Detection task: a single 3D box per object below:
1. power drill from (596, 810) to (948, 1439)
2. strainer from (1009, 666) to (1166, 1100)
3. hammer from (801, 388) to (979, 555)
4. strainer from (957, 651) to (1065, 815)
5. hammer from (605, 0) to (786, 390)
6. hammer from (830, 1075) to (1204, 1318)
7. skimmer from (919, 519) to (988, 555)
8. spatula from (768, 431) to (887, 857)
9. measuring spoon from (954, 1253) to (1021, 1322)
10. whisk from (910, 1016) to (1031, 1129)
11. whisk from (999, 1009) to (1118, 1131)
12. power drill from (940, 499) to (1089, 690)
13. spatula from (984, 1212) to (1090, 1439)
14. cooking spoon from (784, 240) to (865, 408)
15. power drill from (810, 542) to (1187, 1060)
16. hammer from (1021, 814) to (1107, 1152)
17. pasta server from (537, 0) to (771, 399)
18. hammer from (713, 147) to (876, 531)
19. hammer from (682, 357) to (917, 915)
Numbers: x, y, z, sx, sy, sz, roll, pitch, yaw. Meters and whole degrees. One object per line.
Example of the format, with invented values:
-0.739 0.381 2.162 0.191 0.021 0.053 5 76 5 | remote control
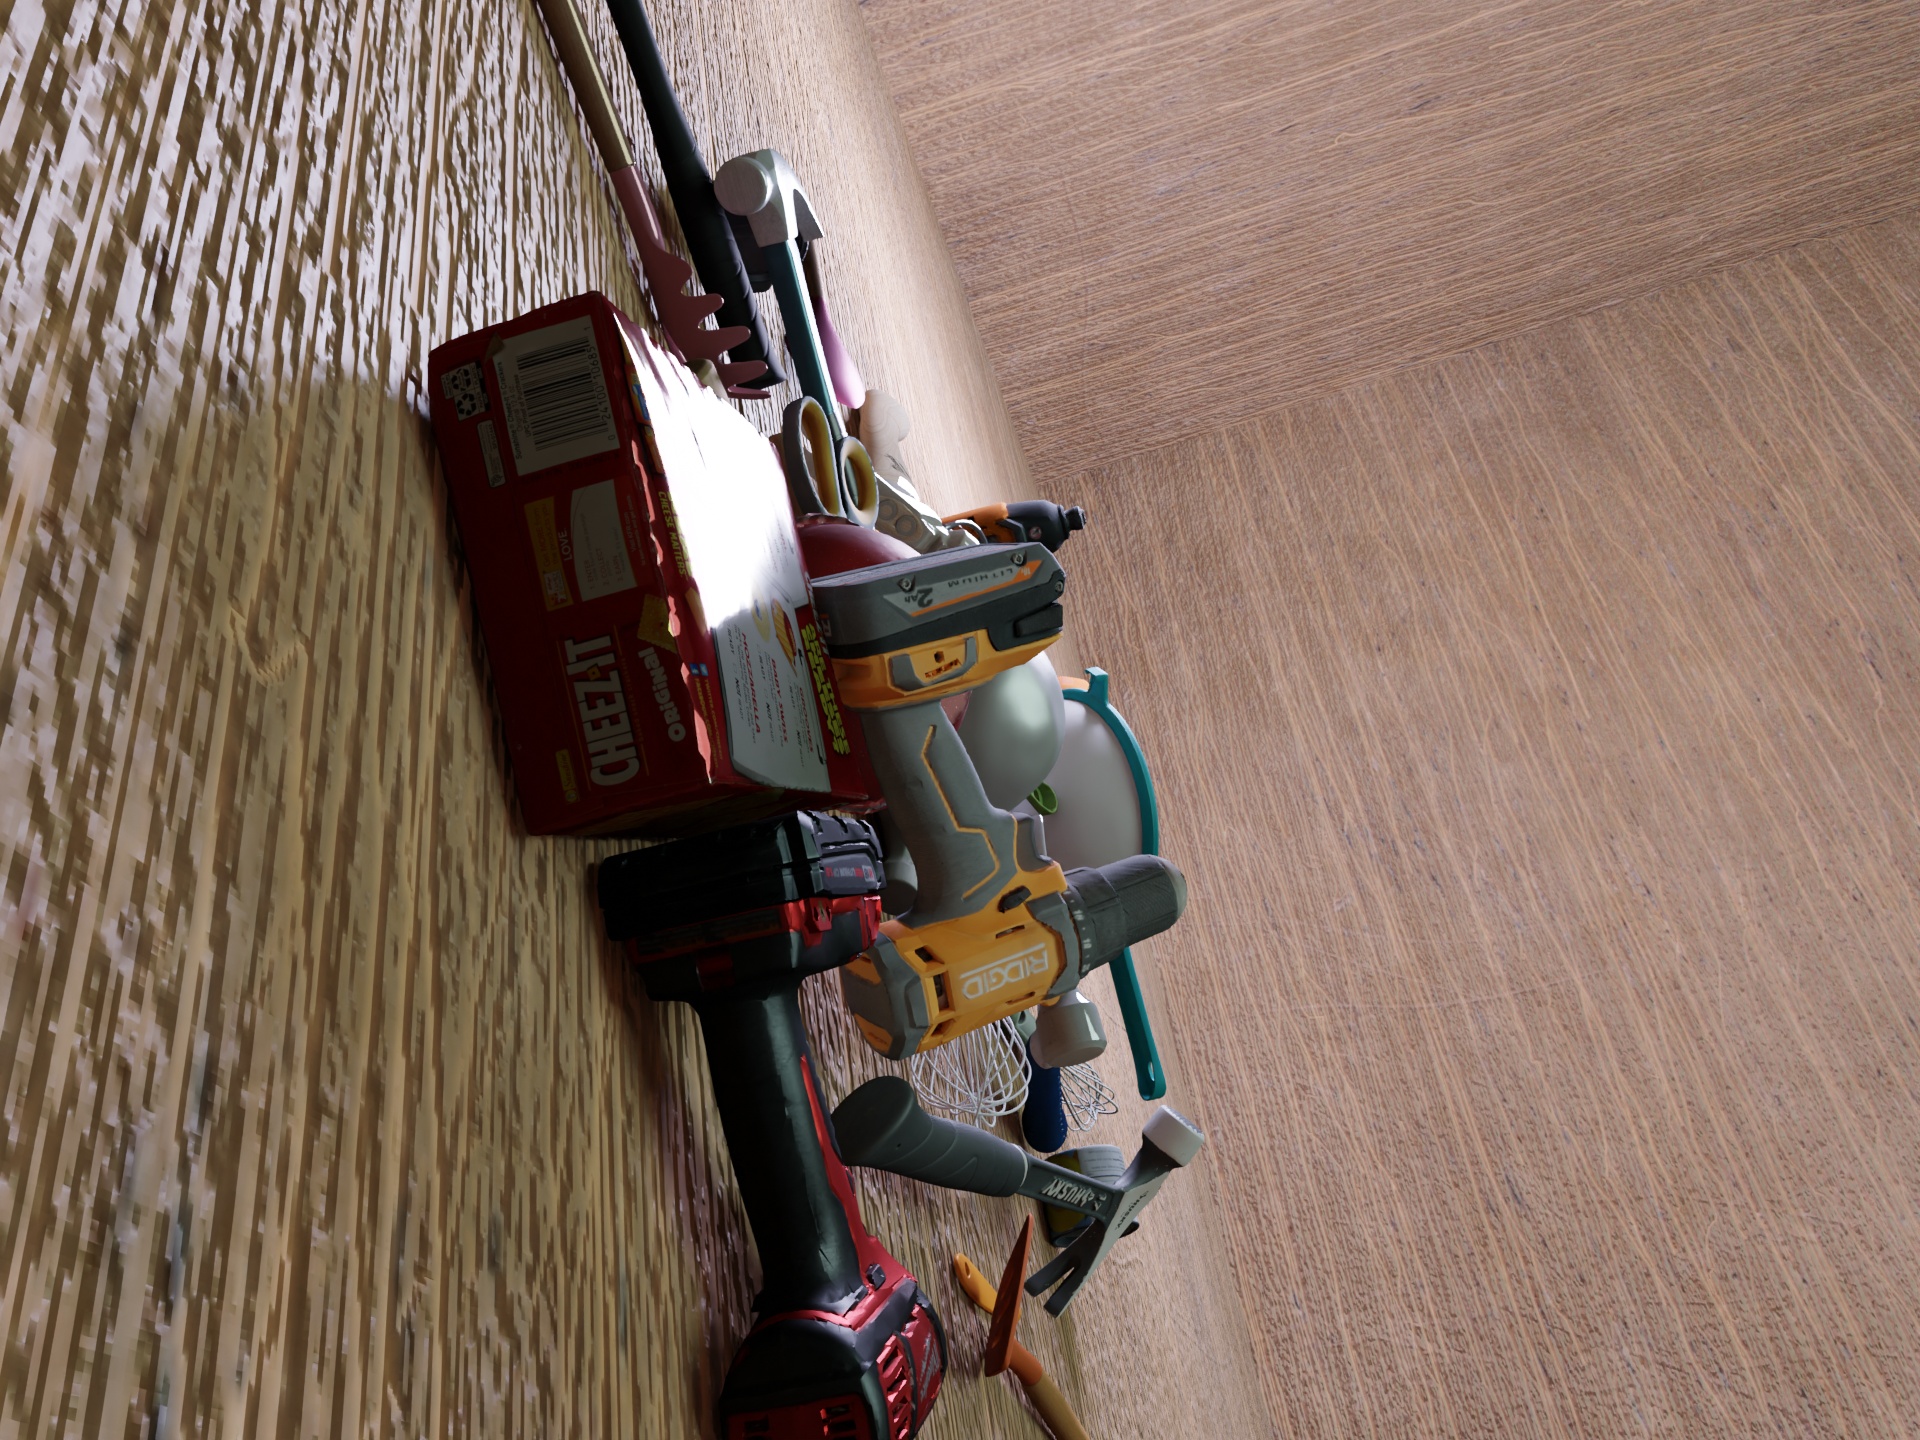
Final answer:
-0.055 0.149 0.568 0.143 0.078 0.220 30 46 -78 | power drill
0.080 0.141 1.274 0.211 0.095 0.341 -44 -125 56 | strainer
-0.067 -0.213 1.222 0.146 0.038 0.411 37 14 -17 | hammer
0.049 0.015 1.103 0.256 0.069 0.152 48 35 -61 | strainer
-0.164 -0.335 0.881 0.146 0.035 0.334 -111 -178 -58 | hammer
0.029 0.251 0.868 0.036 0.149 0.408 36 -3 31 | hammer
-0.002 -0.004 1.119 0.364 0.090 0.127 -99 -179 -47 | skimmer
-0.070 -0.025 0.991 0.060 0.018 0.316 -46 120 -82 | spatula
0.017 0.324 0.905 0.116 0.011 0.021 63 14 -52 | measuring spoon
0.000 0.158 0.982 0.285 0.070 0.070 -99 170 -68 | whisk
0.075 0.275 1.280 0.246 0.059 0.058 56 47 -52 | whisk
0.053 -0.084 1.428 0.084 0.164 0.226 -81 155 -76 | power drill
0.055 0.391 0.929 0.322 0.041 0.081 67 28 -45 | spatula
-0.115 -0.339 1.244 0.068 0.017 0.319 23 34 -31 | cooking spoon
0.020 0.031 0.765 0.084 0.185 0.226 9 -68 60 | power drill
0.052 0.198 1.005 0.405 0.035 0.144 85 -8 -62 | hammer
-0.173 -0.306 0.796 0.316 0.040 0.060 70 -12 -17 | pasta server
-0.080 -0.172 0.957 0.128 0.033 0.330 -81 159 -67 | hammer
-0.080 -0.050 0.886 0.130 0.031 0.331 -78 151 -51 | hammer
